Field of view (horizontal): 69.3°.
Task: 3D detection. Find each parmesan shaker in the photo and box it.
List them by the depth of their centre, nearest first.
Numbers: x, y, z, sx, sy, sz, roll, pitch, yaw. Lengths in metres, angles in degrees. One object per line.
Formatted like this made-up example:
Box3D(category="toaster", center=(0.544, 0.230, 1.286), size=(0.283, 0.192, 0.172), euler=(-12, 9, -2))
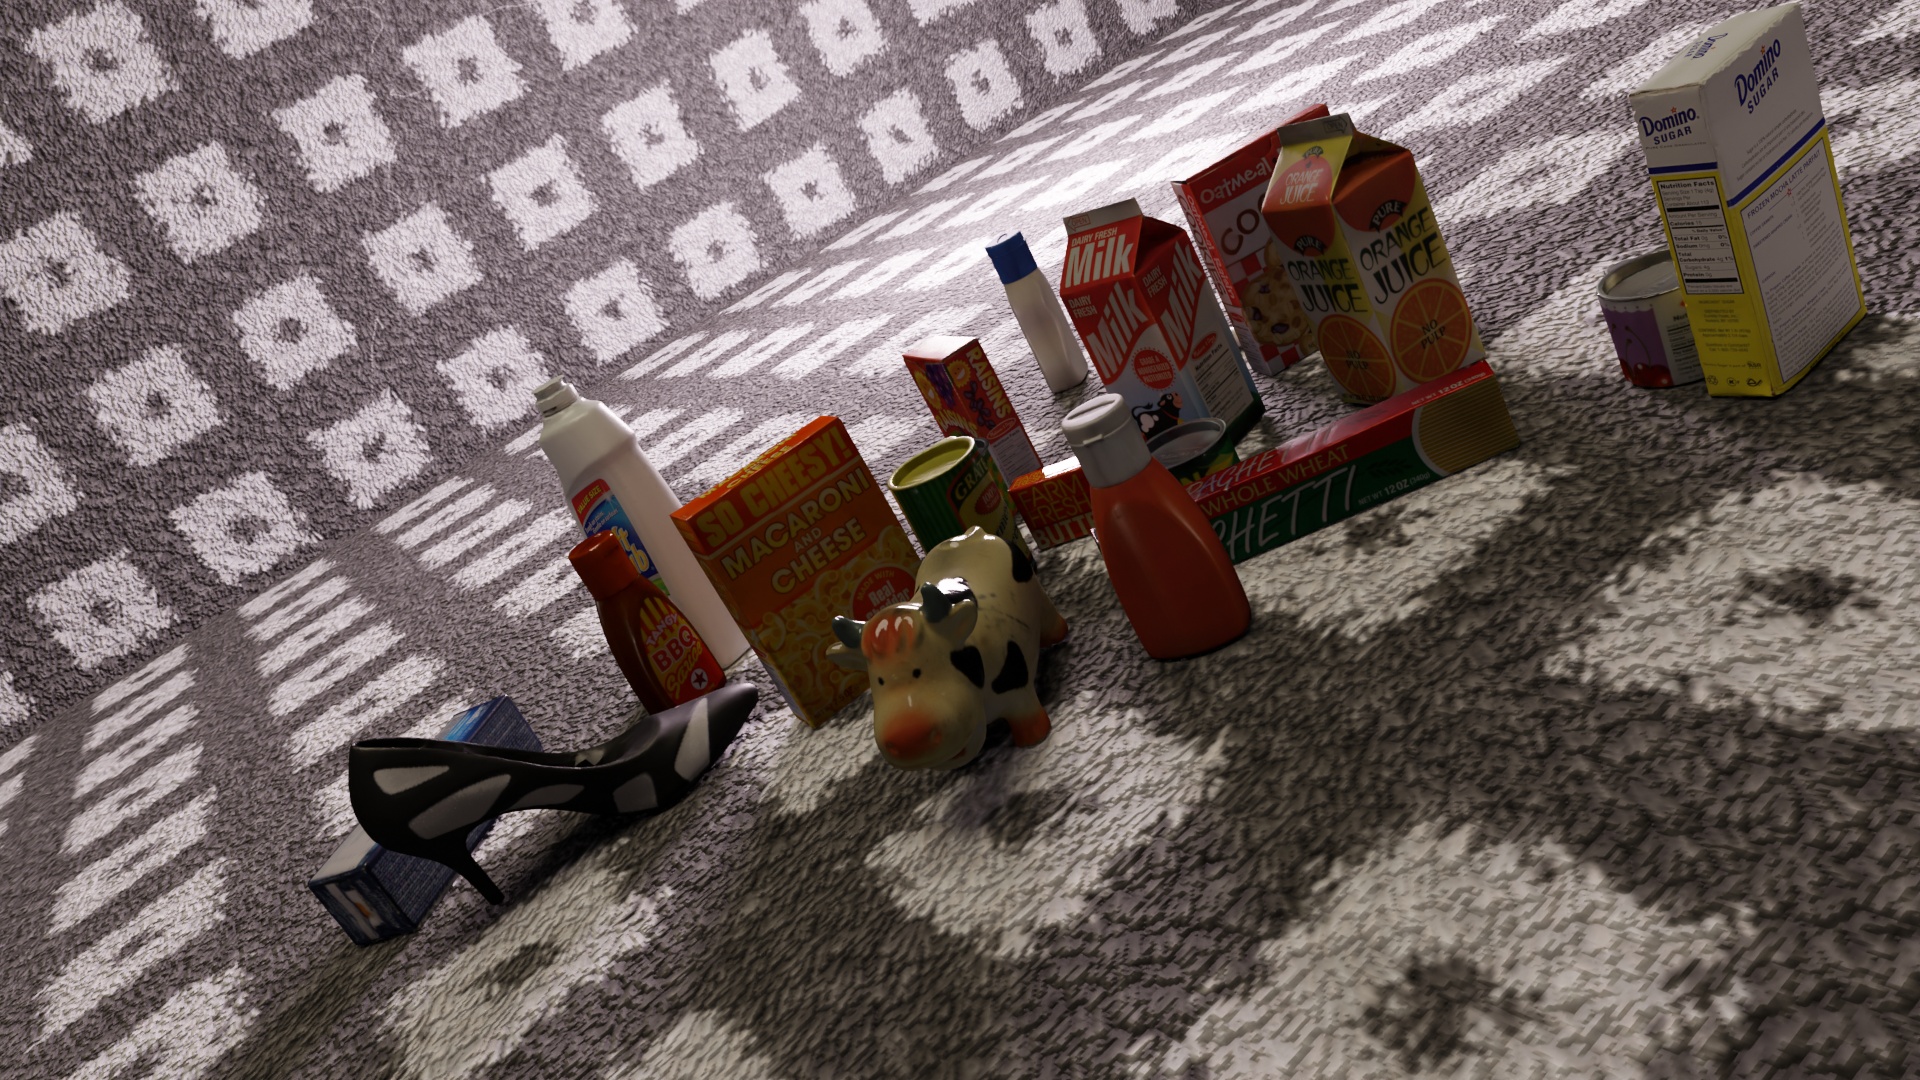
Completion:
Box3D(category="parmesan shaker", center=(0.003, -0.012, 0.954), size=(0.071, 0.102, 0.071), euler=(-25, 21, 10))

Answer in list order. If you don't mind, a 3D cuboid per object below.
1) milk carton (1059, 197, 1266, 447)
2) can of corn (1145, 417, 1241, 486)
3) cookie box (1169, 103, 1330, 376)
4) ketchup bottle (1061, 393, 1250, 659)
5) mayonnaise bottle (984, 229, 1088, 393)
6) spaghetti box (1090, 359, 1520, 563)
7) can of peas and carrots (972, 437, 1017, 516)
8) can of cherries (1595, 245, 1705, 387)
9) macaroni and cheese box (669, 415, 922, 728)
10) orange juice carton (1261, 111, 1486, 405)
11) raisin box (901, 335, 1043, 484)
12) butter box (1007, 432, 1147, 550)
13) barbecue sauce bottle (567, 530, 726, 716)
Box3D(category="milk carton", center=(0.137, -0.150, 0.986), size=(0.072, 0.190, 0.074), euler=(-5, 31, 48))
Box3D(category="can of corn", center=(0.148, -0.036, 0.890), size=(0.071, 0.058, 0.071), euler=(-25, 21, 10))
Box3D(category="cookie box", center=(0.250, -0.229, 1.059), size=(0.123, 0.167, 0.040), euler=(-30, 20, -5))
Box3D(category="ketchup bottle", center=(0.102, -0.007, 0.752), size=(0.064, 0.148, 0.044), euler=(-19, 22, 24))
Box3D(category="mayonnaise bottle", center=(0.070, -0.212, 1.276), size=(0.041, 0.147, 0.065), euler=(-22, 21, 18))
Box3D(category="spaghetti box", center=(0.201, -0.031, 0.824), size=(0.250, 0.050, 0.029), euler=(-24, 21, 13))
Box3D(category="can of peas and carrots", center=(0.003, -0.037, 1.078), size=(0.071, 0.058, 0.071), euler=(-25, 21, 10))
Box3D(category="can of cherries", center=(0.401, -0.128, 0.784), size=(0.071, 0.058, 0.072), euler=(-25, 21, 10))
Box3D(category="macaroni and cheese box", center=(-0.095, 0.020, 0.915), size=(0.124, 0.166, 0.040), euler=(-36, 21, -20))
Box3D(category="orange juice carton", center=(0.263, -0.186, 0.906), size=(0.073, 0.192, 0.072), euler=(-35, 21, -16))
Box3D(category="raisin box", center=(0.009, -0.106, 1.140), size=(0.040, 0.123, 0.086), euler=(-34, 21, -15))
Box3D(category="butter box", center=(0.090, -0.033, 0.965), size=(0.103, 0.053, 0.024), euler=(-18, 23, 25))
Box3D(category="barbecue sauce bottle", center=(-0.231, 0.063, 1.012), size=(0.043, 0.148, 0.065), euler=(-12, 26, 38))
